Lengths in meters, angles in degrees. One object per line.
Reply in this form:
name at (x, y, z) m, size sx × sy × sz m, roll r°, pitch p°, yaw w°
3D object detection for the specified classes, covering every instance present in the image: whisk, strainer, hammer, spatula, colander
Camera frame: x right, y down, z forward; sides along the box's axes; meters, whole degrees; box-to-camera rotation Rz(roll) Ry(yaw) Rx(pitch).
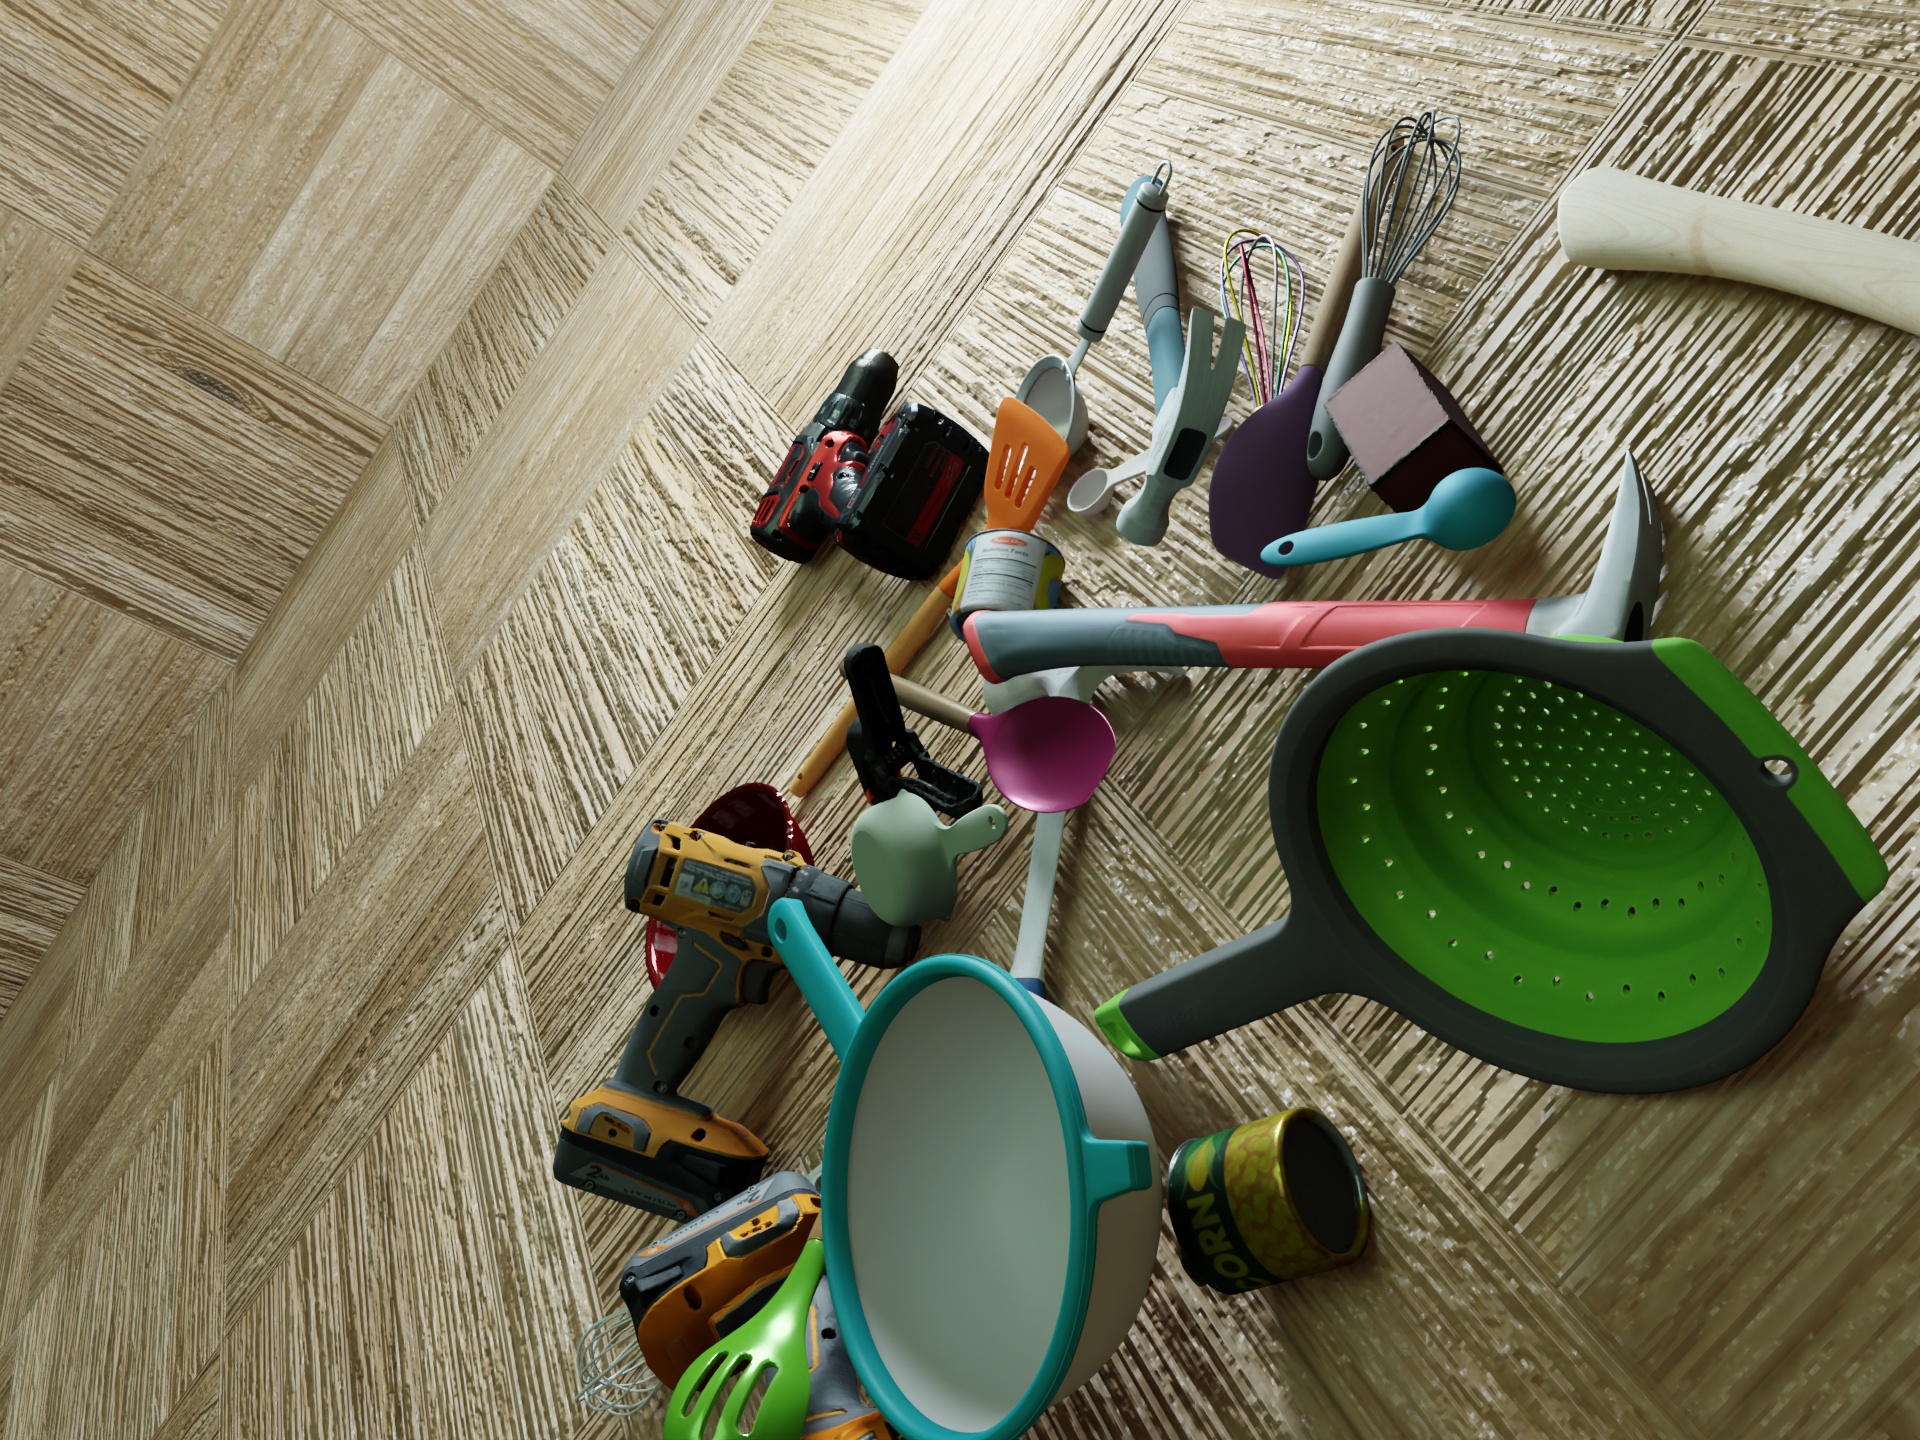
whisk at (0.176, -0.197, 0.936) m, size 0.051 × 0.047 × 0.245 m, roll -14°, pitch 57°, yaw 28°
strainer at (-0.001, 0.186, 0.770) m, size 0.341 × 0.095 × 0.211 m, roll 47°, pitch 121°, yaw 53°
hammer at (0.040, 0.132, 0.868) m, size 0.144 × 0.035 × 0.406 m, roll -19°, pitch 51°, yaw 45°
hammer at (0.399, -0.181, 0.646) m, size 0.146 × 0.038 × 0.411 m, roll -51°, pitch 34°, yaw 10°
spatula at (0.206, -0.220, 0.911) m, size 0.316 × 0.059 × 0.018 m, roll -67°, pitch 8°, yaw -22°
hammer at (0.128, -0.258, 1.018) m, size 0.331 × 0.033 × 0.128 m, roll -89°, pitch 18°, yaw -47°
hammer at (0.155, -0.057, 0.819) m, size 0.386 × 0.038 × 0.143 m, roll 3°, pitch 66°, yaw 44°
colander at (0.190, 0.066, 0.673) m, size 0.094 × 0.204 × 0.397 m, roll -41°, pitch 1°, yaw -38°
strainer at (0.085, -0.248, 1.036) m, size 0.258 × 0.050 × 0.087 m, roll 117°, pitch 147°, yaw -44°
whisk at (0.235, -0.241, 0.891) m, size 0.055 × 0.055 × 0.239 m, roll 1°, pitch 67°, yaw 52°
whisk at (-0.147, 0.337, 0.951) m, size 0.246 × 0.059 × 0.058 m, roll -43°, pitch 73°, yaw 16°
spatula at (-0.030, -0.074, 1.109) m, size 0.322 × 0.041 × 0.081 m, roll -53°, pitch 50°, yaw 14°

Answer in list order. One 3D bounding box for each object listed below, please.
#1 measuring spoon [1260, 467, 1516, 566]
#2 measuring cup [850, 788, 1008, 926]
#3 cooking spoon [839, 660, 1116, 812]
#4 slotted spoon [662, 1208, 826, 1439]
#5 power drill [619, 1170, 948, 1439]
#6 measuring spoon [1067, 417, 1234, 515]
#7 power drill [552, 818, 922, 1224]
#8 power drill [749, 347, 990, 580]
measuring spoon at (0.198, -0.095, 0.759) m, size 0.128 × 0.021 × 0.042 m, roll -10°, pitch 56°, yaw 37°
measuring cup at (-0.020, 0.073, 0.894) m, size 0.167 × 0.038 × 0.083 m, roll -33°, pitch 75°, yaw 64°
cooking spoon at (-0.002, -0.003, 0.978) m, size 0.069 × 0.017 × 0.319 m, roll -59°, pitch 32°, yaw -5°
slotted spoon at (-0.063, 0.249, 0.815) m, size 0.070 × 0.031 × 0.314 m, roll 2°, pitch 36°, yaw 23°
power drill at (-0.098, 0.341, 0.788) m, size 0.164 × 0.084 × 0.227 m, roll -27°, pitch 27°, yaw -13°
measuring spoon at (0.122, -0.160, 1.010) m, size 0.124 × 0.018 × 0.034 m, roll -22°, pitch 44°, yaw 33°
power drill at (-0.136, 0.189, 0.975) m, size 0.185 × 0.084 × 0.226 m, roll 15°, pitch 83°, yaw 10°
power drill at (-0.068, -0.202, 1.232) m, size 0.227 × 0.080 × 0.188 m, roll 22°, pitch 82°, yaw 59°
